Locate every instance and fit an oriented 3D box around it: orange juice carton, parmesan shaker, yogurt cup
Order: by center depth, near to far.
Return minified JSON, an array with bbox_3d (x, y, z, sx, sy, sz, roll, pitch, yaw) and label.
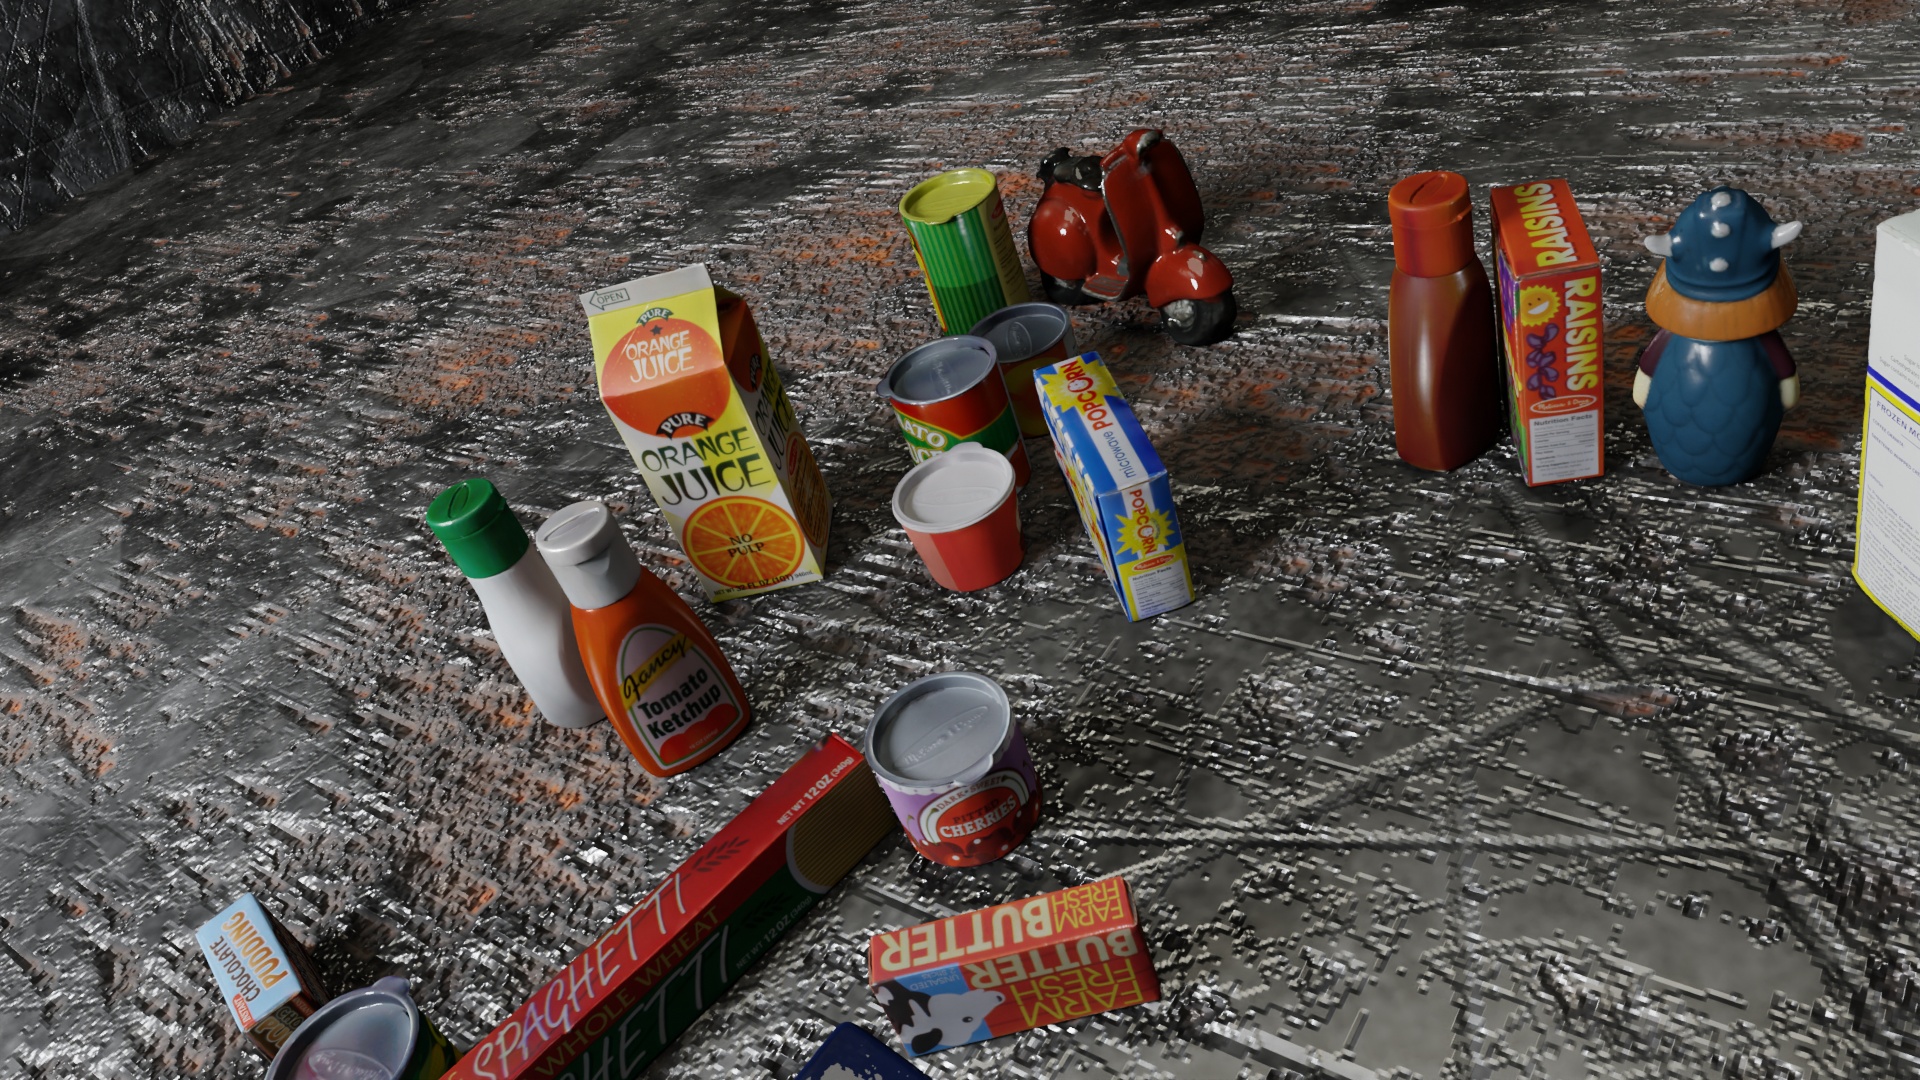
[{"bbox_3d":[0.003,-0.009,0.754,0.072,0.053,0.073,-13,38,10],"label":"yogurt cup"},{"bbox_3d":[-0.137,-0.063,0.770,0.072,0.191,0.073,-13,38,10],"label":"orange juice carton"},{"bbox_3d":[0.005,-0.186,0.930,0.071,0.102,0.072,-13,38,10],"label":"parmesan shaker"}]

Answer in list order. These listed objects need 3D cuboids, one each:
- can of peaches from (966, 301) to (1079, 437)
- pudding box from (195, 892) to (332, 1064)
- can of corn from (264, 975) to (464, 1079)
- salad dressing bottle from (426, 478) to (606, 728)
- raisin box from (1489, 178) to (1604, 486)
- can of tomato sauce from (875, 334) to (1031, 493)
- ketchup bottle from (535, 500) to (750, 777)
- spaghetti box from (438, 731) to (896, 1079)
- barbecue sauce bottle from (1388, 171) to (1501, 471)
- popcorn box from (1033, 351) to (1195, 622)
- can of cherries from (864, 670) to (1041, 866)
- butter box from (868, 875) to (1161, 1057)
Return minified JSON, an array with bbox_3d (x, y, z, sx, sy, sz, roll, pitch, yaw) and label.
[{"bbox_3d":[0.039,-0.104,0.850,0.071,0.057,0.071,-13,38,10],"label":"can of peaches"},{"bbox_3d":[-0.314,0.205,0.636,0.030,0.049,0.084,-38,41,-22],"label":"pudding box"},{"bbox_3d":[-0.237,0.225,0.568,0.071,0.058,0.071,-13,38,10],"label":"can of corn"},{"bbox_3d":[-0.225,0.034,0.726,0.044,0.147,0.064,-16,37,7],"label":"salad dressing bottle"},{"bbox_3d":[0.287,-0.102,0.681,0.040,0.122,0.086,-7,39,17],"label":"raisin box"},{"bbox_3d":[-0.002,-0.065,0.801,0.071,0.082,0.071,-13,38,10],"label":"can of tomato sauce"},{"bbox_3d":[-0.157,0.047,0.678,0.065,0.148,0.043,-33,39,-16],"label":"ketchup bottle"},{"bbox_3d":[-0.129,0.181,0.580,0.251,0.050,0.029,-41,42,-25],"label":"spaghetti box"},{"bbox_3d":[0.239,-0.109,0.691,0.044,0.147,0.065,23,55,42],"label":"barbecue sauce bottle"},{"bbox_3d":[0.079,-0.030,0.719,0.038,0.084,0.127,-20,37,1],"label":"popcorn box"},{"bbox_3d":[-0.001,0.103,0.613,0.071,0.058,0.072,-13,38,10],"label":"can of cherries"},{"bbox_3d":[0.021,0.164,0.532,0.103,0.053,0.024,-15,37,6],"label":"butter box"}]
